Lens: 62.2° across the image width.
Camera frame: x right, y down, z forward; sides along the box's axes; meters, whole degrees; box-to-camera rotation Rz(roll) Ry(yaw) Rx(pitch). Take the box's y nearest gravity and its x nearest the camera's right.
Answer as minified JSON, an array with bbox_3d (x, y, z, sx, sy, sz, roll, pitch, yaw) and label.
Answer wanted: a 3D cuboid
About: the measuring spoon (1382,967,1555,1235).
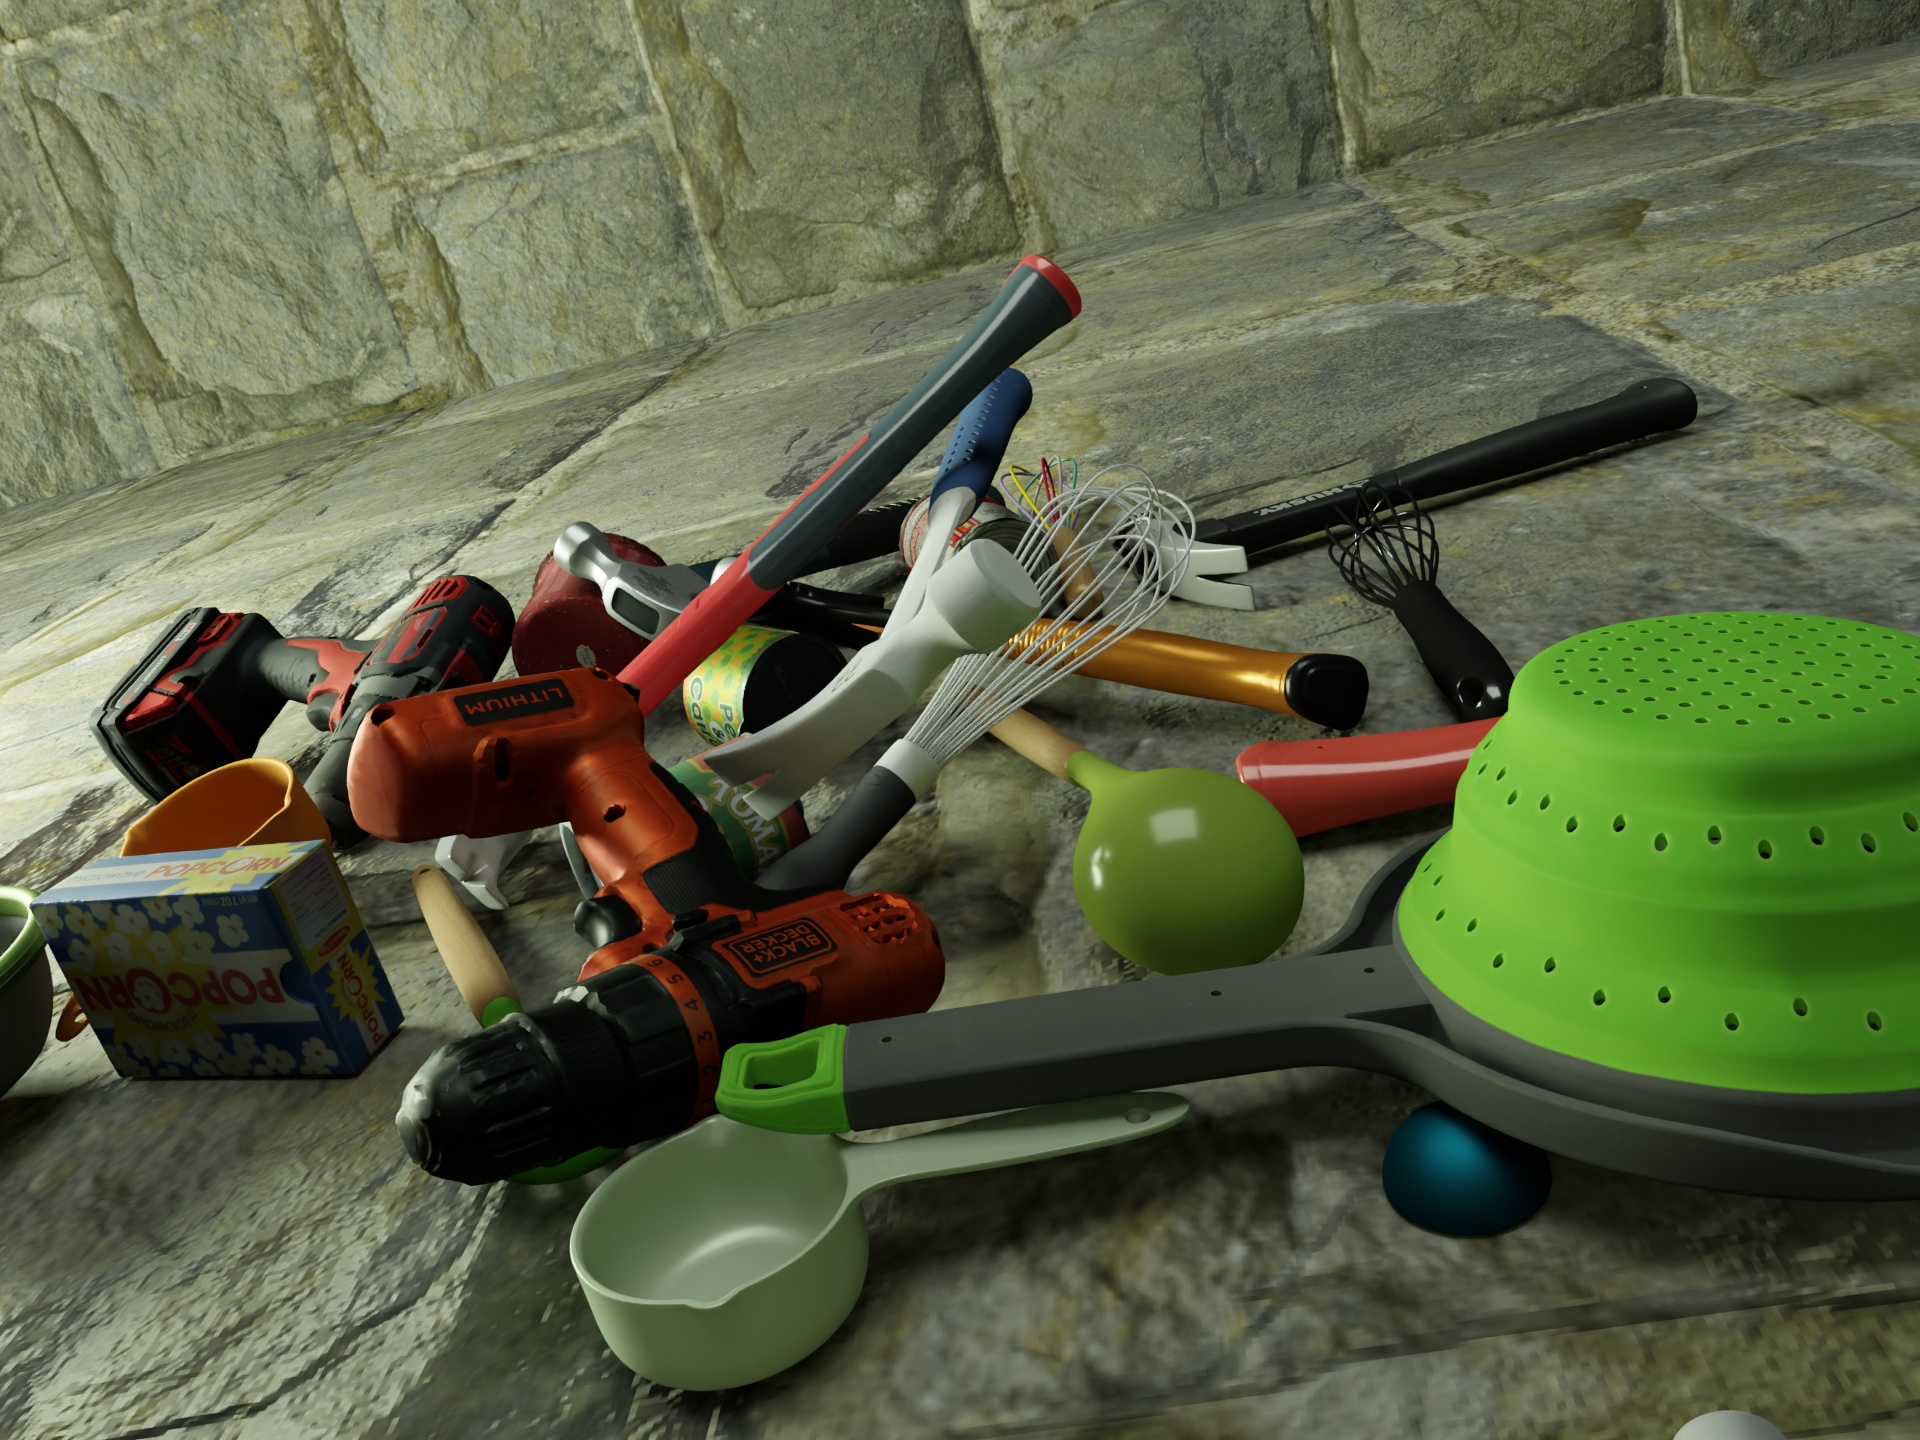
[{"bbox_3d":[0.149,0.090,0.439,0.042,0.021,0.129,0,28,33],"label":"measuring spoon"}]

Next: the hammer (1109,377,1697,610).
[{"bbox_3d":[0.261,-0.135,0.901,0.334,0.035,0.146,-17,21,-7],"label":"hammer"}]

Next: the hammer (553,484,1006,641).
[{"bbox_3d":[-0.082,-0.108,0.983,0.128,0.033,0.331,38,36,21],"label":"hammer"}]

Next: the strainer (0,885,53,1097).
[{"bbox_3d":[-0.478,0.146,0.652,0.256,0.069,0.152,-12,26,15],"label":"strainer"}]

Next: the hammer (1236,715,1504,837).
[{"bbox_3d":[0.279,-0.001,0.560,0.359,0.036,0.149,-12,22,7],"label":"hammer"}]

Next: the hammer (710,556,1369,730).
[{"bbox_3d":[0.037,-0.036,0.766,0.337,0.034,0.127,12,0,37],"label":"hammer"}]

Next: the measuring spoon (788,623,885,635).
[{"bbox_3d":[-0.063,-0.049,0.940,0.117,0.011,0.021,0,24,42],"label":"measuring spoon"}]

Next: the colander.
[{"bbox_3d":[0.125,0.040,0.425,0.397,0.094,0.205,-8,19,1],"label":"colander"}]

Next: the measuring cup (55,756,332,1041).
[{"bbox_3d":[-0.355,0.092,0.737,0.095,0.052,0.174,-9,39,17],"label":"measuring cup"}]

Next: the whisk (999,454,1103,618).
[{"bbox_3d":[0.064,-0.115,0.979,0.051,0.047,0.245,-25,25,7],"label":"whisk"}]

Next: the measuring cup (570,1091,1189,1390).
[{"bbox_3d":[-0.018,0.134,0.427,0.167,0.038,0.083,-11,20,-5],"label":"measuring cup"}]

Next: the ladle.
[{"bbox_3d":[0.044,0.026,0.657,0.078,0.062,0.320,-17,15,-12],"label":"ladle"}]

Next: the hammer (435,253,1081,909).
[{"bbox_3d":[-0.085,-0.070,0.720,0.386,0.038,0.143,-45,15,-4],"label":"hammer"}]

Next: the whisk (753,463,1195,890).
[{"bbox_3d":[-0.002,-0.002,0.642,0.285,0.070,0.070,-48,34,-21],"label":"whisk"}]

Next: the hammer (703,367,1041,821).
[{"bbox_3d":[-0.010,-0.089,0.719,0.144,0.035,0.406,-38,15,23],"label":"hammer"}]

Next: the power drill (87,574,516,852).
[{"bbox_3d":[-0.380,0.001,0.908,0.227,0.080,0.188,-5,42,22],"label":"power drill"}]

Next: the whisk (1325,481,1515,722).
[{"bbox_3d":[0.212,-0.055,0.726,0.055,0.055,0.239,-13,26,5],"label":"whisk"}]

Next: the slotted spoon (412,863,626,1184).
[{"bbox_3d":[-0.180,0.104,0.615,0.070,0.031,0.314,-24,21,-21],"label":"slotted spoon"}]

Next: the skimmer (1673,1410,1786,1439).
[{"bbox_3d":[0.111,0.187,0.133,0.127,0.090,0.363,-16,20,16],"label":"skimmer"}]
